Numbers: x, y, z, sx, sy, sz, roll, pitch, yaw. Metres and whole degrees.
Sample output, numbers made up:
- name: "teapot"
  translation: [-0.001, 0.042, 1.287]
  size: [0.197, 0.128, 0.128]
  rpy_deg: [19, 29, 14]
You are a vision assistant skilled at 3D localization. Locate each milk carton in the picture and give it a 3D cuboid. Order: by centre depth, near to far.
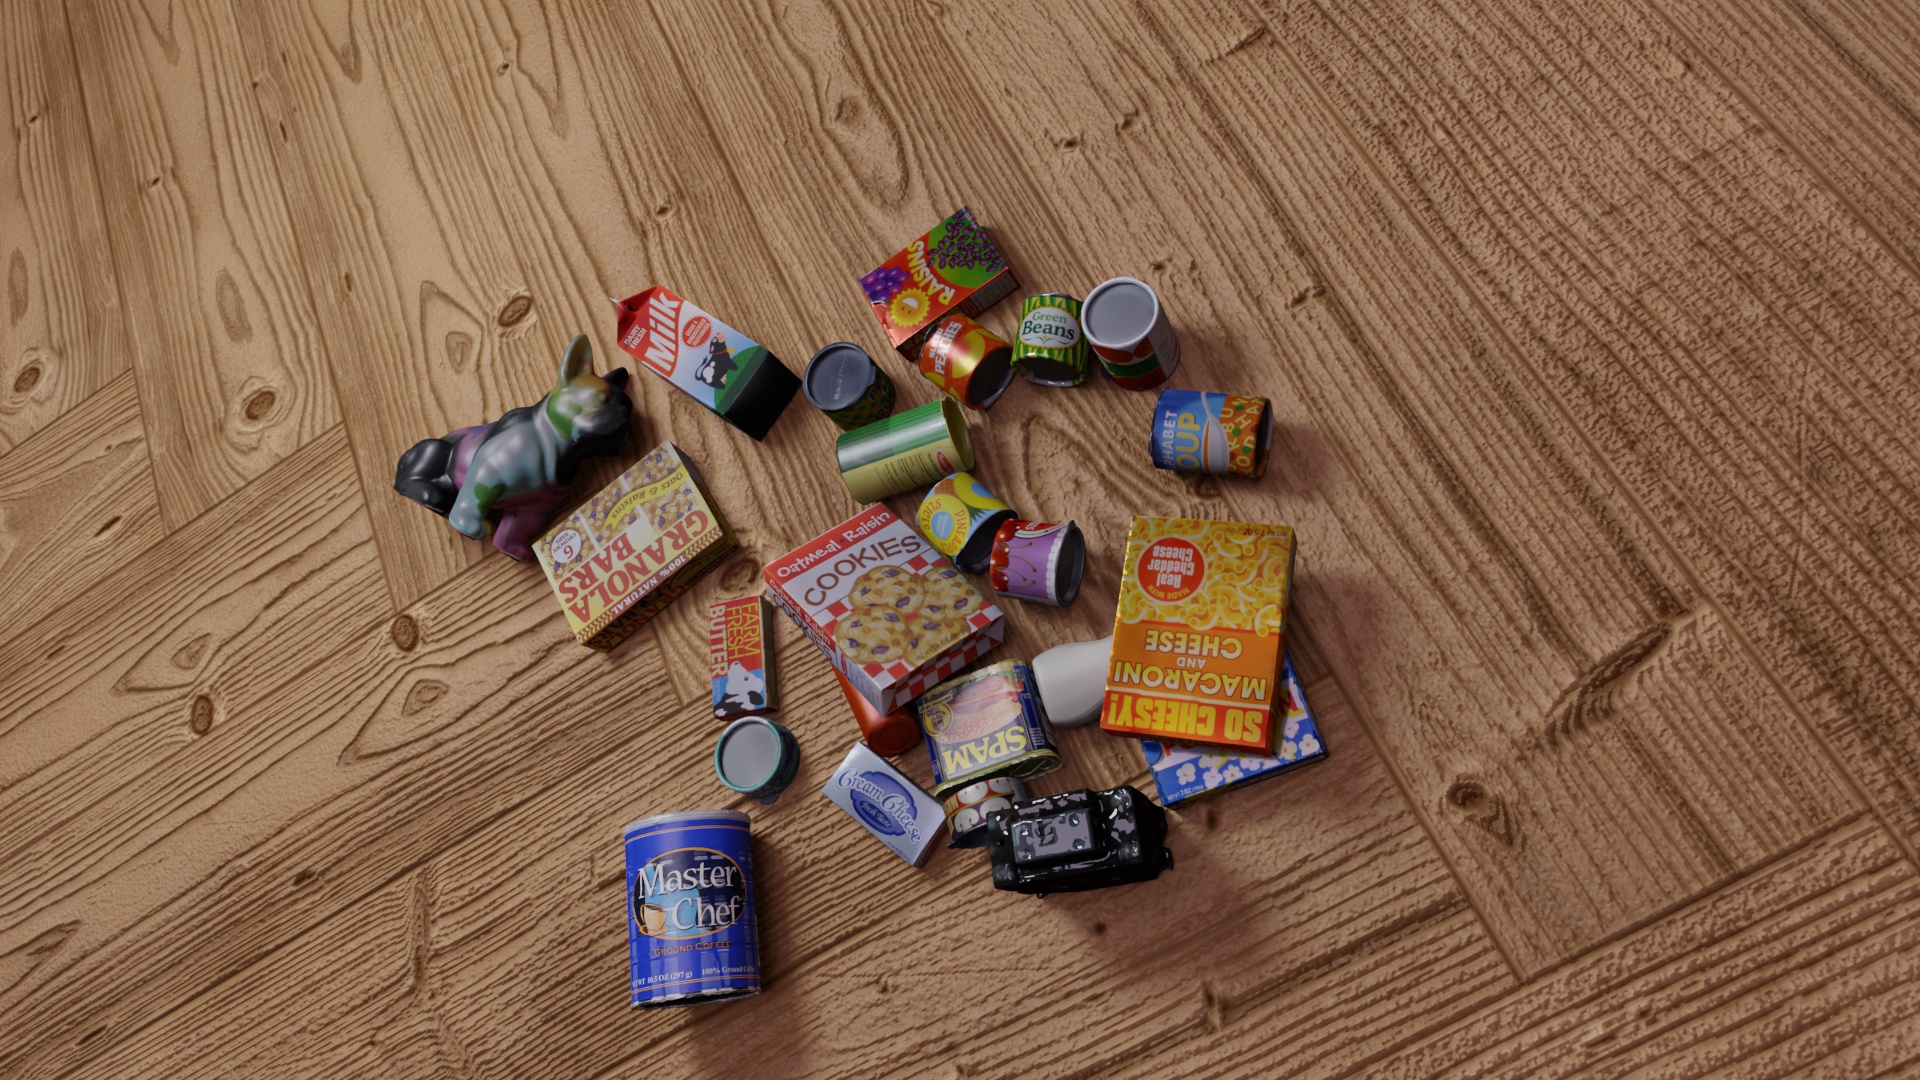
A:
- name: "milk carton"
  translation: [-0.250, -0.176, 1.306]
  size: [0.191, 0.072, 0.073]
  rpy_deg: [33, 86, 27]

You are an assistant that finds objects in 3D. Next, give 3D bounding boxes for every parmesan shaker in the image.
- name: "parmesan shaker"
  translation: [-0.049, -0.079, 1.196]
  size: [0.103, 0.071, 0.071]
  rpy_deg: [-18, 67, 15]

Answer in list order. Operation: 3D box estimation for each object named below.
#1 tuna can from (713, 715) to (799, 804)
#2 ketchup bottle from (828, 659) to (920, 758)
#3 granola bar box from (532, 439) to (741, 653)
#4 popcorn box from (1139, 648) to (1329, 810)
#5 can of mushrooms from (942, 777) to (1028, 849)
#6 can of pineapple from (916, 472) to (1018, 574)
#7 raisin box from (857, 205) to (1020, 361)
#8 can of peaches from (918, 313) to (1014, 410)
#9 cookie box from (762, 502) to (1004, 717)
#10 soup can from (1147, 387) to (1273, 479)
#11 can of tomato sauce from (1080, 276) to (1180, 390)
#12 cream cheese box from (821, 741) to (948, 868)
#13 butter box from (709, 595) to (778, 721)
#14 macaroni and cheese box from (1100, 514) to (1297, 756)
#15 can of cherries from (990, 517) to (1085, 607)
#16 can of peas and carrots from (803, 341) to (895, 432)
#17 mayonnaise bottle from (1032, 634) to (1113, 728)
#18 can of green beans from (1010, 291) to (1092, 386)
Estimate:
- name: "tuna can"
  translation: [-0.172, 0.185, 1.172]
  size: [0.071, 0.032, 0.071]
  rpy_deg: [-7, 69, 19]
- name: "ketchup bottle"
  translation: [-0.083, 0.106, 1.152]
  size: [0.043, 0.064, 0.149]
  rpy_deg: [-28, 55, -4]
- name: "granola bar box"
  translation: [-0.299, 0.006, 1.280]
  size: [0.165, 0.039, 0.124]
  rpy_deg: [-37, 62, 5]
- name: "popcorn box"
  translation: [0.201, 0.142, 1.042]
  size: [0.126, 0.038, 0.085]
  rpy_deg: [-22, 67, 12]
- name: "can of mushrooms"
  translation: [0.019, 0.211, 1.070]
  size: [0.071, 0.071, 0.033]
  rpy_deg: [-25, 65, 11]
- name: "can of pineapple"
  translation: [0.004, -0.014, 1.155]
  size: [0.058, 0.071, 0.071]
  rpy_deg: [41, 89, 28]
- name: "raisin box"
  translation: [-0.021, -0.232, 1.258]
  size: [0.123, 0.040, 0.086]
  rpy_deg: [-34, 64, 8]
- name: "can of peaches"
  translation: [0.006, -0.155, 1.203]
  size: [0.058, 0.071, 0.071]
  rpy_deg: [38, 88, 26]
- name: "cookie box"
  translation: [-0.064, 0.052, 1.135]
  size: [0.123, 0.040, 0.168]
  rpy_deg: [-30, 52, -26]
- name: "soup can"
  translation: [0.199, -0.084, 1.104]
  size: [0.084, 0.071, 0.071]
  rpy_deg: [8, 75, 23]
- name: "can of tomato sauce"
  translation: [0.139, -0.170, 1.150]
  size: [0.071, 0.083, 0.071]
  rpy_deg: [-7, 70, 18]
- name: "cream cheese box"
  translation: [-0.058, 0.213, 1.124]
  size: [0.104, 0.024, 0.053]
  rpy_deg: [33, 84, 27]
- name: "butter box"
  translation: [-0.190, 0.103, 1.213]
  size: [0.053, 0.024, 0.104]
  rpy_deg: [-13, 68, 16]
- name: "macaroni and cheese box"
  translation: [0.178, 0.069, 1.031]
  size: [0.124, 0.040, 0.167]
  rpy_deg: [5, 72, 20]
- name: "can of cherries"
  translation: [0.063, 0.015, 1.123]
  size: [0.058, 0.071, 0.071]
  rpy_deg: [8, 75, 24]
- name: "can of peas and carrots"
  translation: [-0.096, -0.136, 1.242]
  size: [0.071, 0.058, 0.071]
  rpy_deg: [-6, 70, 18]
- name: "mayonnaise bottle"
  translation: [0.134, 0.096, 1.083]
  size: [0.148, 0.041, 0.065]
  rpy_deg: [-21, 66, 11]
- name: "can of green beans"
  translation: [0.079, -0.169, 1.182]
  size: [0.071, 0.071, 0.058]
  rpy_deg: [6, 75, 23]
